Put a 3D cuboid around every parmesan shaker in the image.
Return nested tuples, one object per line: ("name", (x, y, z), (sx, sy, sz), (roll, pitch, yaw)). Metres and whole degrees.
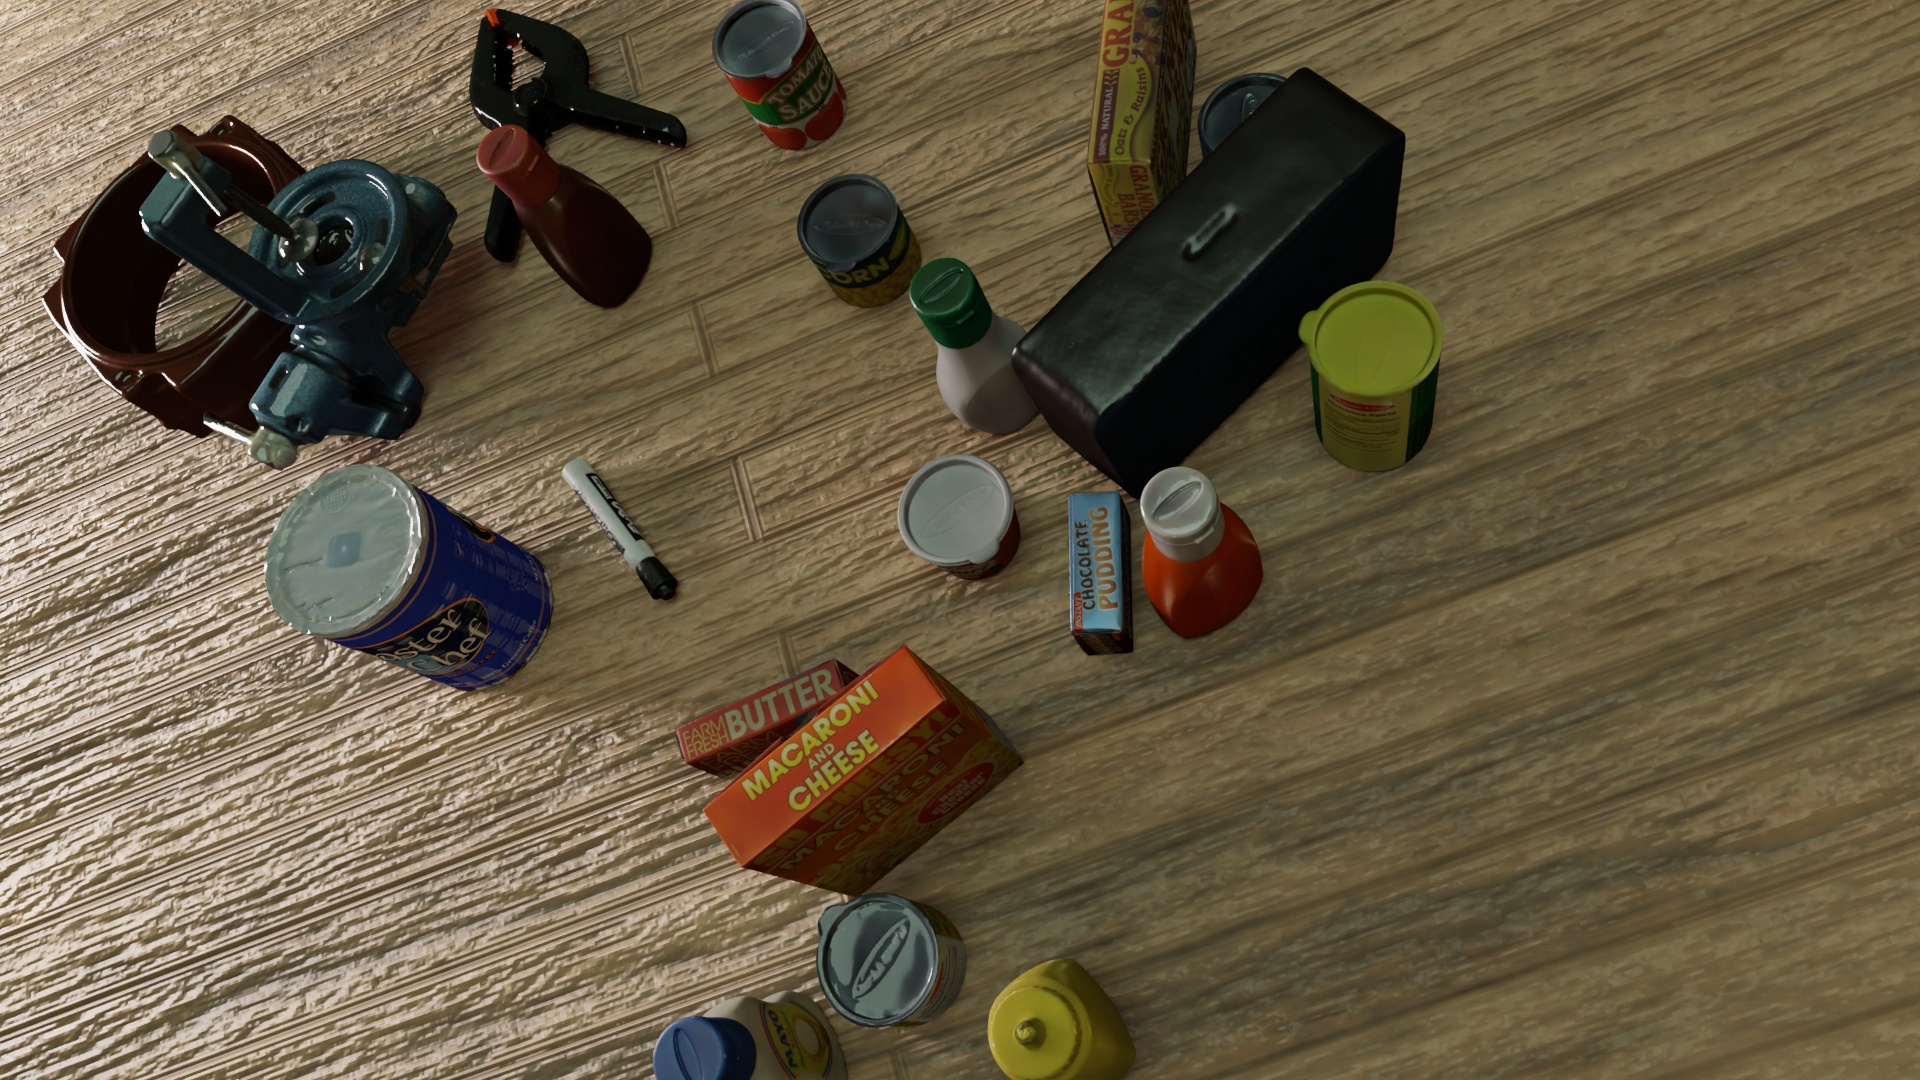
("parmesan shaker", (0.220, -0.087, 0.750), (0.071, 0.103, 0.071), (-5, 70, 14))

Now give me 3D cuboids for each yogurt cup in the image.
("yogurt cup", (0.003, -0.010, 0.810), (0.072, 0.054, 0.072), (-5, 70, 14))

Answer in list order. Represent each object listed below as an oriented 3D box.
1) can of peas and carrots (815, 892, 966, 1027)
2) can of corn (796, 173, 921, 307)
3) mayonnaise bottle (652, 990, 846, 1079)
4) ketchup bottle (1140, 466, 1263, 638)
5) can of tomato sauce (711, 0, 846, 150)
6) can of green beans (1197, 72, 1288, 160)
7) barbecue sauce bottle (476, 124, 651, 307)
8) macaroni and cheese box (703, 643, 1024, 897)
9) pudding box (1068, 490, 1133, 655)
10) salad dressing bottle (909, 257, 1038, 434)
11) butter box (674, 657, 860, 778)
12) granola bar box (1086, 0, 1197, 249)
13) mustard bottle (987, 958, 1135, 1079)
("can of peas and carrots", (-0.037, 0.221, 0.734), (0.071, 0.058, 0.071), (-5, 70, 14))
("can of corn", (-0.064, -0.189, 0.891), (0.071, 0.058, 0.071), (-5, 70, 14))
("mayonnaise bottle", (-0.103, 0.256, 0.690), (0.041, 0.147, 0.065), (-31, 66, 4))
("ketchup bottle", (0.122, 0.006, 0.719), (0.065, 0.148, 0.043), (-38, 66, 0))
("can of tomato sauce", (-0.119, -0.314, 0.939), (0.071, 0.083, 0.071), (-5, 70, 14))
("can of green beans", (0.180, -0.238, 0.842), (0.071, 0.057, 0.071), (-5, 70, 14))
("barbecue sauce bottle", (-0.257, -0.212, 0.904), (0.044, 0.148, 0.065), (19, 77, 21))
("macaroni and cheese box", (-0.043, 0.124, 0.712), (0.124, 0.166, 0.040), (-39, 66, -1))
("pudding box", (0.079, 0.018, 0.780), (0.030, 0.049, 0.084), (-4, 70, 14))
("salad dressing bottle", (0.010, -0.109, 0.793), (0.064, 0.147, 0.044), (-38, 66, 0))
("butter box", (-0.106, 0.104, 0.799), (0.103, 0.053, 0.024), (-24, 66, 6))
("granola bar box", (0.111, -0.262, 0.833), (0.039, 0.124, 0.166), (2, 71, 17))
("mustard bottle", (0.043, 0.230, 0.652), (0.049, 0.160, 0.065), (-37, 66, 1))
